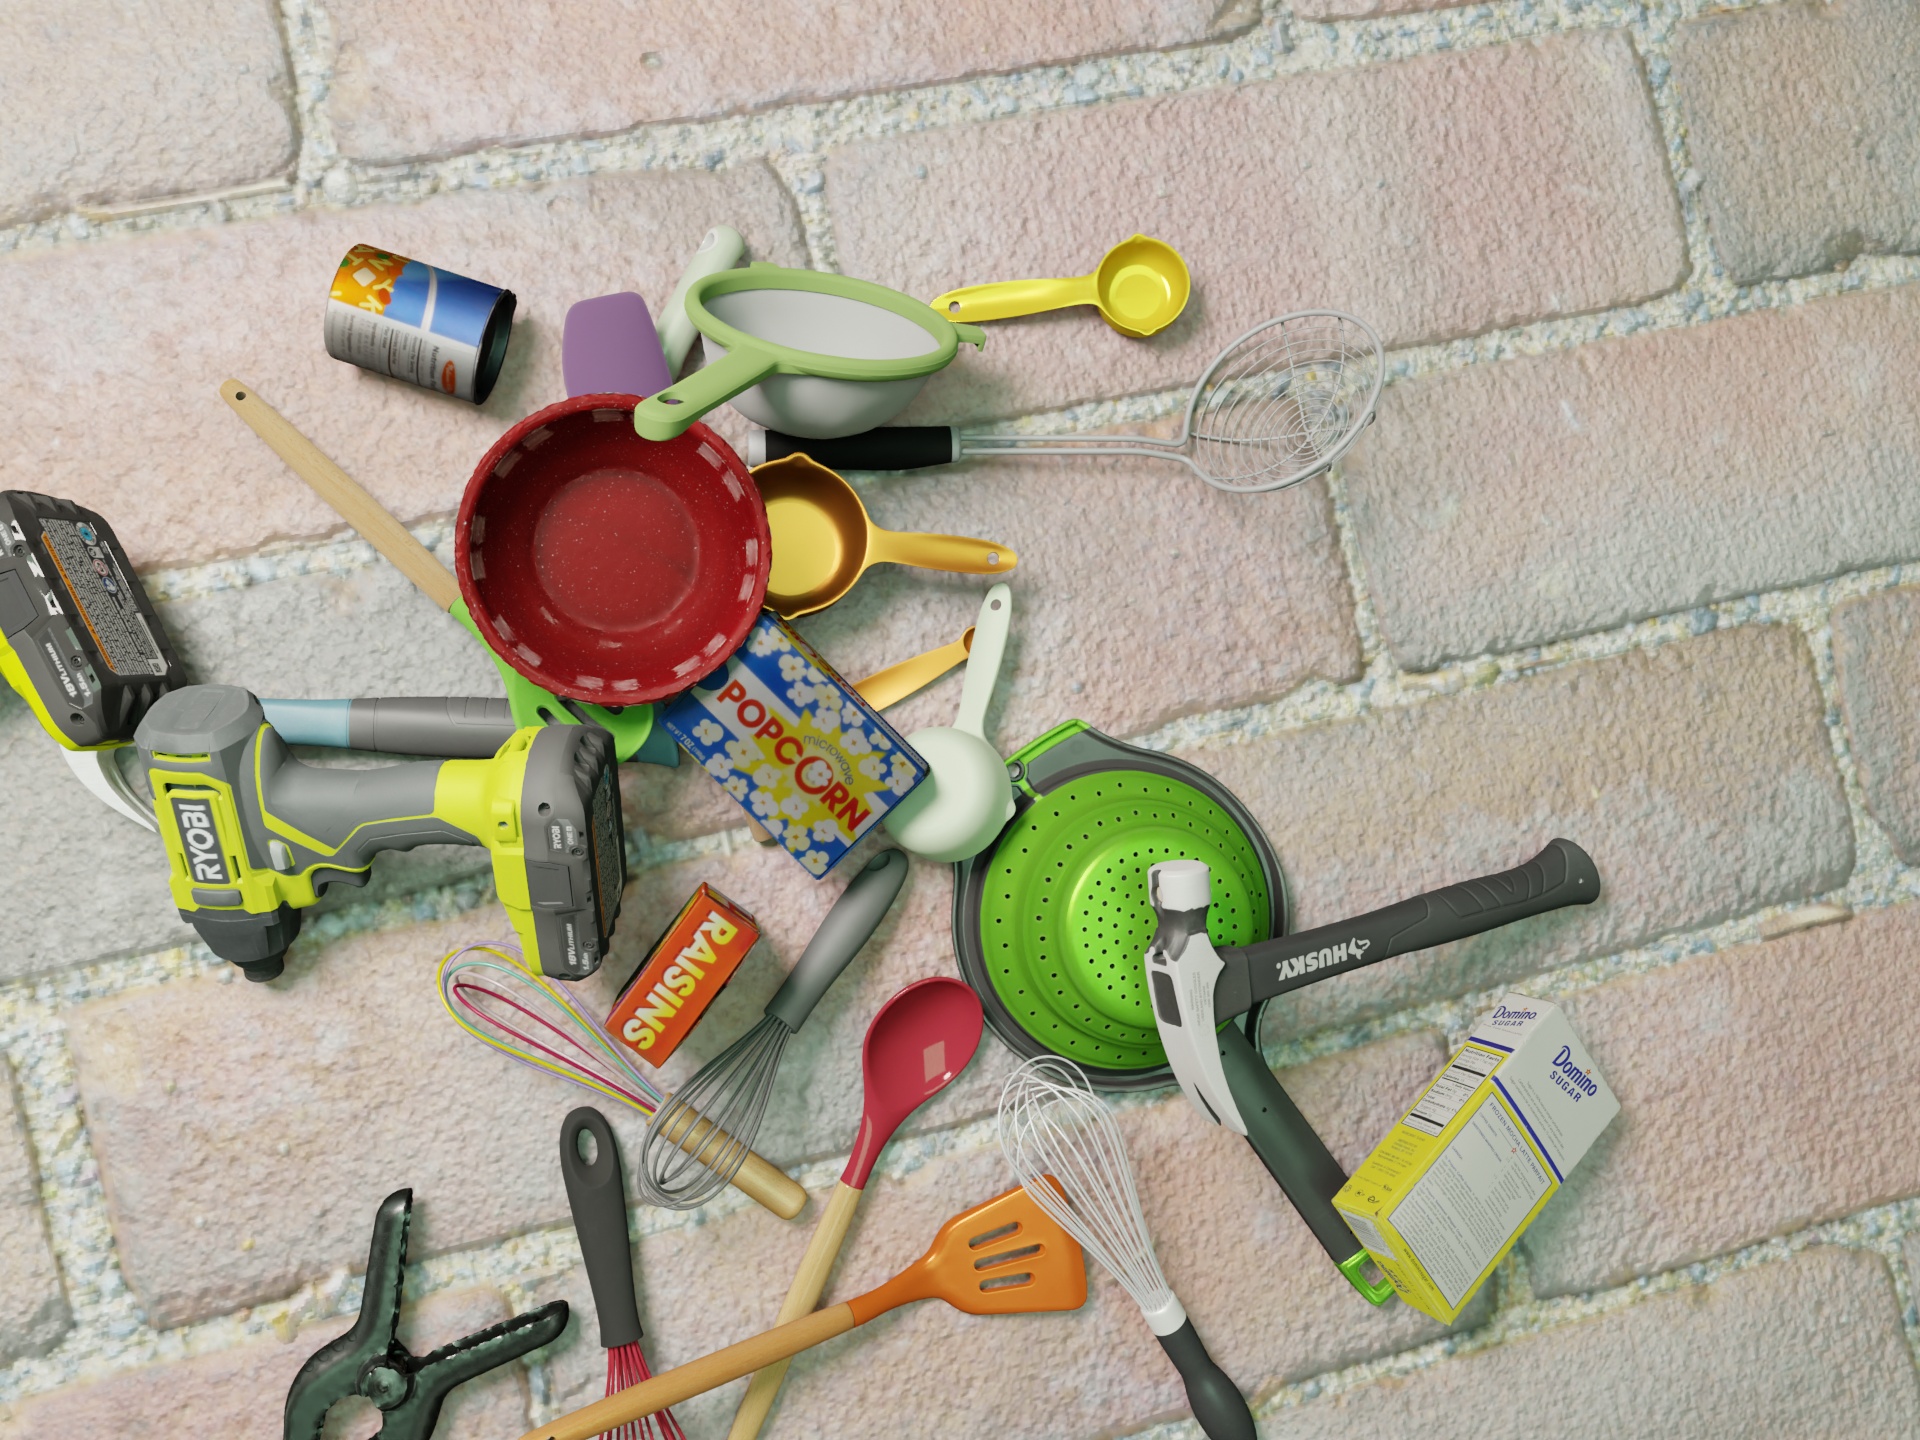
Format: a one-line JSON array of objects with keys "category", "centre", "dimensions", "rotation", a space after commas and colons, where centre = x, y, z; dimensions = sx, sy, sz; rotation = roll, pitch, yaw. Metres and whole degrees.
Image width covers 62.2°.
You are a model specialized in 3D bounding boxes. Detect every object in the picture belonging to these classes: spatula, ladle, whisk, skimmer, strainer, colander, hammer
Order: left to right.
[{"category": "hammer", "centre": [-0.322, 0.001, 0.880], "dimensions": [0.331, 0.033, 0.128], "rotation": [2, 86, -9]}, {"category": "whisk", "centre": [-0.189, 0.207, 0.886], "dimensions": [0.245, 0.047, 0.051], "rotation": [38, 100, -9]}, {"category": "whisk", "centre": [-0.183, 0.360, 0.873], "dimensions": [0.073, 0.073, 0.296], "rotation": [-11, 82, -9]}, {"category": "whisk", "centre": [-0.185, -0.178, 0.909], "dimensions": [0.059, 0.058, 0.246], "rotation": [34, 77, -40]}, {"category": "spatula", "centre": [-0.157, -0.080, 0.892], "dimensions": [0.060, 0.018, 0.316], "rotation": [-21, 101, -24]}, {"category": "strainer", "centre": [-0.099, -0.172, 0.839], "dimensions": [0.151, 0.256, 0.069], "rotation": [20, 123, 13]}, {"category": "whisk", "centre": [-0.098, 0.166, 0.883], "dimensions": [0.055, 0.055, 0.239], "rotation": [38, 68, -5]}, {"category": "spatula", "centre": [-0.080, 0.337, 0.874], "dimensions": [0.322, 0.041, 0.081], "rotation": [-13, 89, -26]}, {"category": "ladle", "centre": [-0.071, 0.290, 0.907], "dimensions": [0.069, 0.031, 0.315], "rotation": [26, 85, -25]}, {"category": "skimmer", "centre": [0.059, -0.182, 0.922], "dimensions": [0.363, 0.090, 0.127], "rotation": [-2, 54, -6]}, {"category": "whisk", "centre": [0.102, 0.313, 0.911], "dimensions": [0.070, 0.070, 0.284], "rotation": [-32, 102, -9]}, {"category": "colander", "centre": [0.149, 0.181, 0.913], "dimensions": [0.204, 0.094, 0.397], "rotation": [-36, 93, -9]}, {"category": "hammer", "centre": [0.247, 0.125, 0.906], "dimensions": [0.334, 0.035, 0.146], "rotation": [-10, 97, -31]}]

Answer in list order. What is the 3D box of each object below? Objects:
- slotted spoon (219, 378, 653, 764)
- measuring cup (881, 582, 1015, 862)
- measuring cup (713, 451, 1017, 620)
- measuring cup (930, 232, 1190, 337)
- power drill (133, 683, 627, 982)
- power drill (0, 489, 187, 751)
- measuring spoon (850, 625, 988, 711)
[{"category": "slotted spoon", "centre": [-0.292, -0.083, 0.875], "dimensions": [0.314, 0.031, 0.070], "rotation": [42, 71, 5]}, {"category": "measuring cup", "centre": [-0.001, -0.003, 0.909], "dimensions": [0.083, 0.038, 0.167], "rotation": [11, 83, 26]}, {"category": "measuring cup", "centre": [-0.056, -0.098, 0.919], "dimensions": [0.173, 0.052, 0.095], "rotation": [5, 86, -10]}, {"category": "measuring cup", "centre": [0.060, -0.255, 0.963], "dimensions": [0.156, 0.029, 0.062], "rotation": [-6, 88, 3]}, {"category": "power drill", "centre": [-0.293, 0.069, 0.824], "dimensions": [0.223, 0.080, 0.171], "rotation": [2, 122, 0]}, {"category": "power drill", "centre": [-0.523, 0.004, 0.809], "dimensions": [0.228, 0.080, 0.190], "rotation": [-27, 90, 7]}, {"category": "measuring spoon", "centre": [-0.034, -0.025, 0.940], "dimensions": [0.117, 0.011, 0.021], "rotation": [-27, 94, -6]}]
